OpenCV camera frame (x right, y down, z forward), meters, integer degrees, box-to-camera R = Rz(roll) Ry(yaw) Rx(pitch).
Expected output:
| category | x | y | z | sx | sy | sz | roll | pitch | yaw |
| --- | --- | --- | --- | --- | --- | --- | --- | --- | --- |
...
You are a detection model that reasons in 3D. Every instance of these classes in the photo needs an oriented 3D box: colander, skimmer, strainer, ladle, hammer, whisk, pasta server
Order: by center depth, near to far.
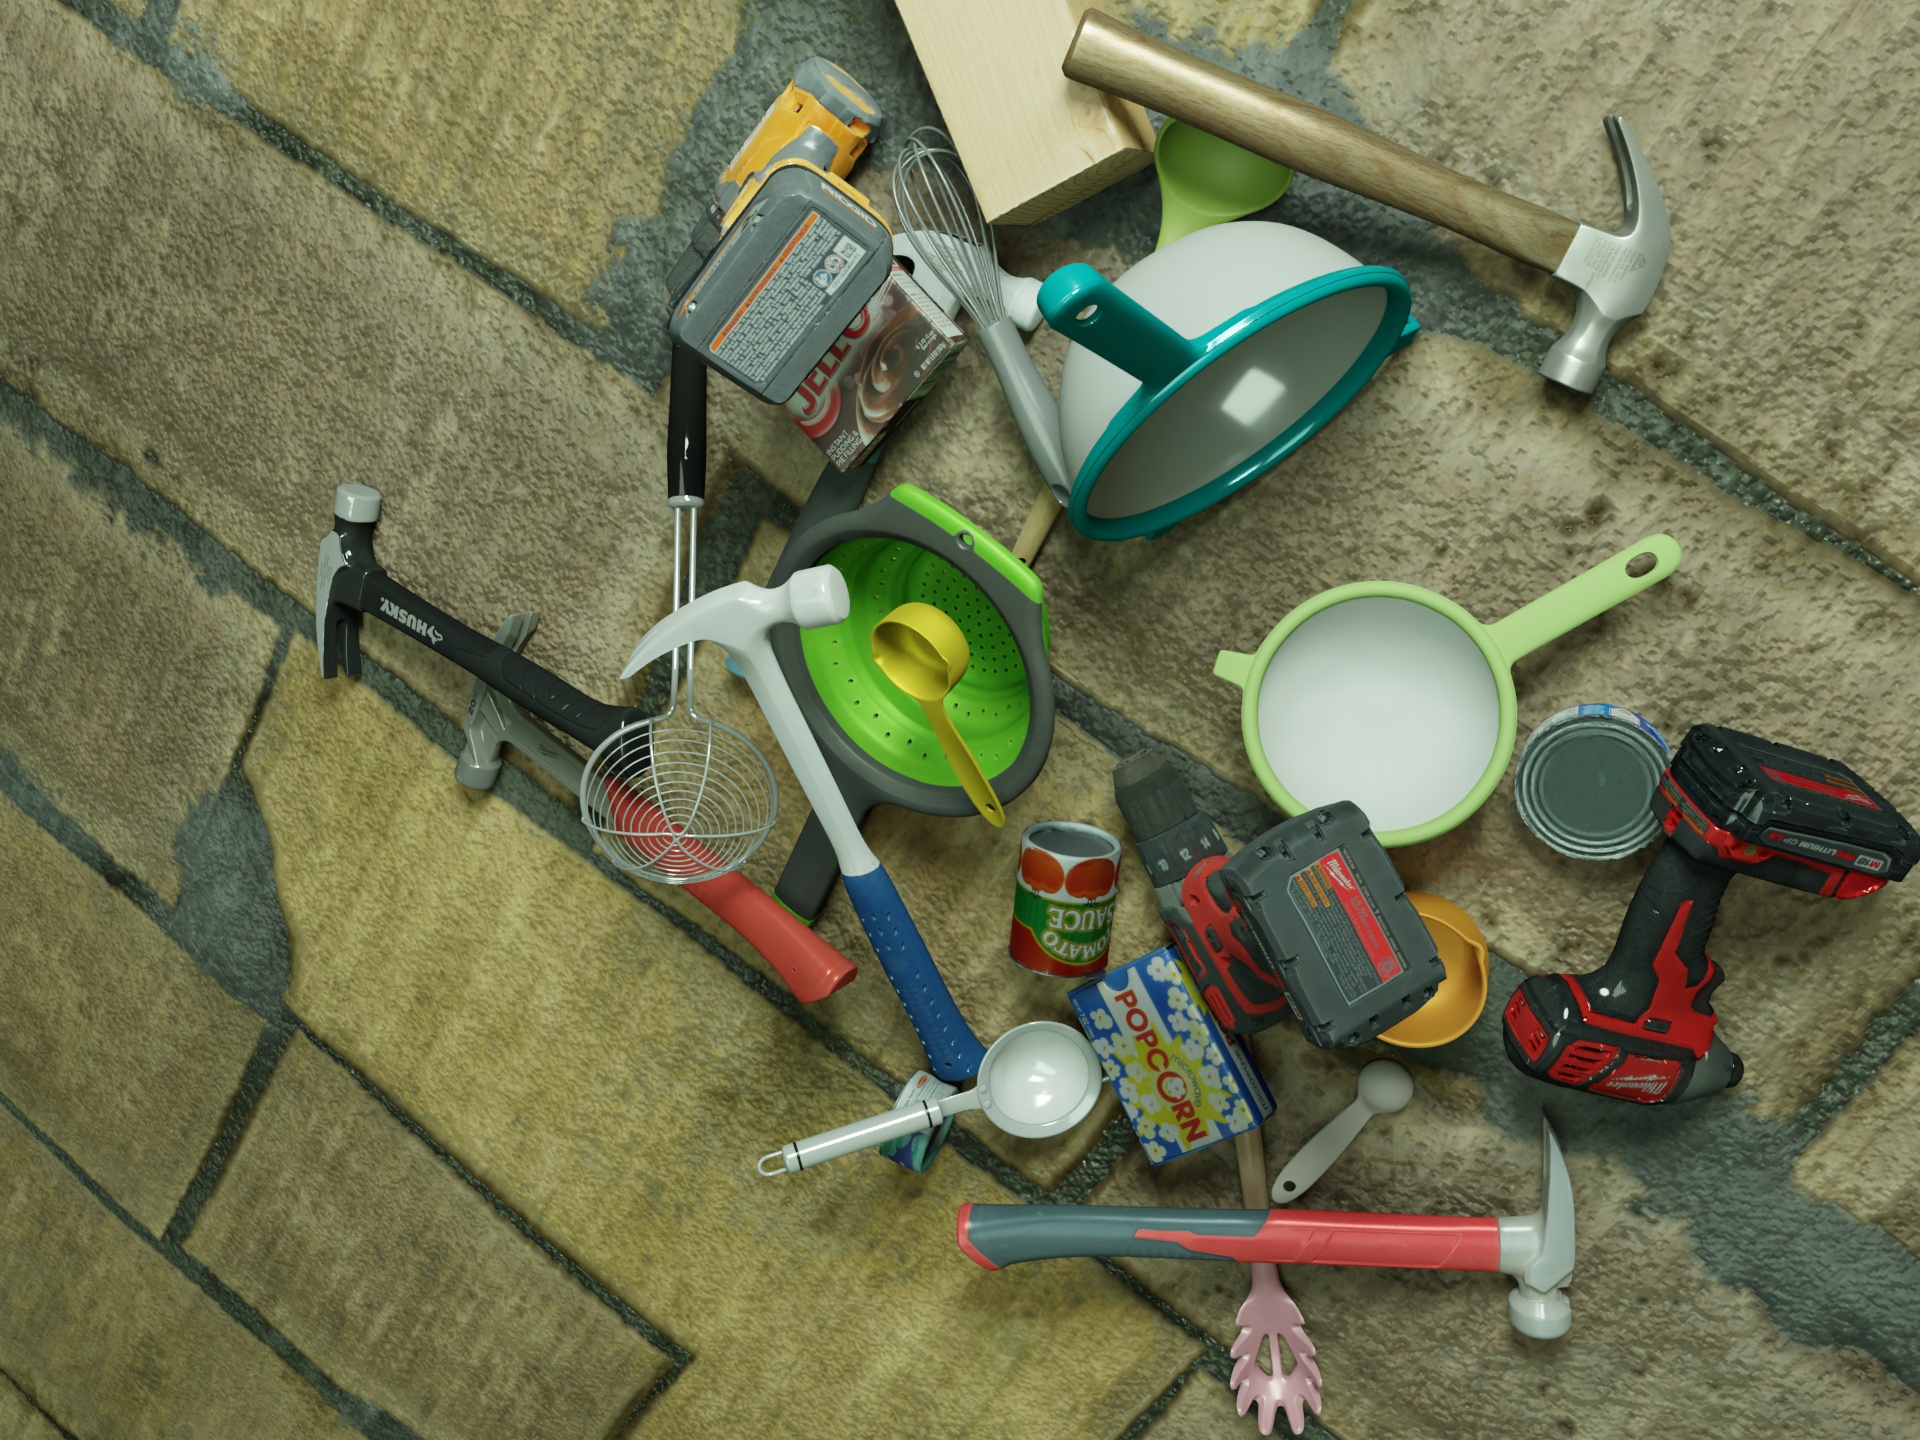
| category | x | y | z | sx | sy | sz | roll | pitch | yaw |
| --- | --- | --- | --- | --- | --- | --- | --- | --- | --- |
| strainer | 0.098 | -0.197 | 0.795 | 0.211 | 0.340 | 0.095 | -38 | 73 | 21 |
| hammer | 0.212 | -0.292 | 0.827 | 0.331 | 0.031 | 0.130 | 22 | 110 | -4 |
| strainer | 0.285 | -0.031 | 0.909 | 0.256 | 0.069 | 0.151 | -31 | 84 | 14 |
| whisk | 0.023 | -0.231 | 0.929 | 0.055 | 0.055 | 0.239 | -21 | 101 | 26 |
| ladle | 0.097 | -0.214 | 0.934 | 0.078 | 0.062 | 0.320 | 23 | 117 | -8 |
| hammer | -0.073 | 0.085 | 1.006 | 0.144 | 0.035 | 0.405 | -11 | 125 | 18 |
| hammer | 0.187 | 0.316 | 1.018 | 0.386 | 0.038 | 0.143 | -2 | 105 | 12 |
| hammer | -0.071 | -0.161 | 1.029 | 0.128 | 0.033 | 0.331 | 34 | 115 | 10 |
| colander | -0.040 | 0.004 | 1.043 | 0.204 | 0.094 | 0.396 | 38 | 133 | 11 |
| skimmer | -0.183 | -0.076 | 1.050 | 0.127 | 0.090 | 0.363 | 1 | 80 | -8 |
| pasta server | 0.196 | 0.322 | 1.054 | 0.060 | 0.040 | 0.316 | -6 | 101 | 11 |
| strainer | -0.012 | 0.259 | 1.070 | 0.258 | 0.050 | 0.086 | -16 | 106 | -11 |
| hammer | -0.215 | 0.073 | 1.130 | 0.359 | 0.036 | 0.149 | 35 | 115 | 18 |
| hammer | -0.347 | -0.042 | 1.138 | 0.335 | 0.035 | 0.146 | 28 | 112 | 26 |

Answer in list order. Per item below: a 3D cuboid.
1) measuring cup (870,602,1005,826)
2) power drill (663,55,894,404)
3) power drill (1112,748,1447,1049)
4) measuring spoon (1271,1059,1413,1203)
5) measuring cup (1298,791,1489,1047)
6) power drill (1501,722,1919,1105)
| category | x | y | z | sx | sy | sz | roll | pitch | yaw |
| --- | --- | --- | --- | --- | --- | --- | --- | --- | --- |
| measuring cup | -0.001 | -0.003 | 0.933 | 0.062 | 0.029 | 0.156 | 5 | 132 | 44 |
| power drill | -0.117 | -0.271 | 0.924 | 0.084 | 0.226 | 0.185 | 31 | 119 | -27 |
| power drill | 0.165 | 0.096 | 0.917 | 0.080 | 0.226 | 0.188 | -28 | 89 | -12 |
| measuring spoon | 0.242 | 0.267 | 1.017 | 0.034 | 0.018 | 0.124 | 40 | 103 | 4 |
| measuring cup | 0.253 | 0.112 | 0.964 | 0.095 | 0.052 | 0.173 | -32 | 89 | 26 |
| power drill | 0.410 | 0.121 | 0.875 | 0.143 | 0.079 | 0.219 | 15 | 118 | -13 |
